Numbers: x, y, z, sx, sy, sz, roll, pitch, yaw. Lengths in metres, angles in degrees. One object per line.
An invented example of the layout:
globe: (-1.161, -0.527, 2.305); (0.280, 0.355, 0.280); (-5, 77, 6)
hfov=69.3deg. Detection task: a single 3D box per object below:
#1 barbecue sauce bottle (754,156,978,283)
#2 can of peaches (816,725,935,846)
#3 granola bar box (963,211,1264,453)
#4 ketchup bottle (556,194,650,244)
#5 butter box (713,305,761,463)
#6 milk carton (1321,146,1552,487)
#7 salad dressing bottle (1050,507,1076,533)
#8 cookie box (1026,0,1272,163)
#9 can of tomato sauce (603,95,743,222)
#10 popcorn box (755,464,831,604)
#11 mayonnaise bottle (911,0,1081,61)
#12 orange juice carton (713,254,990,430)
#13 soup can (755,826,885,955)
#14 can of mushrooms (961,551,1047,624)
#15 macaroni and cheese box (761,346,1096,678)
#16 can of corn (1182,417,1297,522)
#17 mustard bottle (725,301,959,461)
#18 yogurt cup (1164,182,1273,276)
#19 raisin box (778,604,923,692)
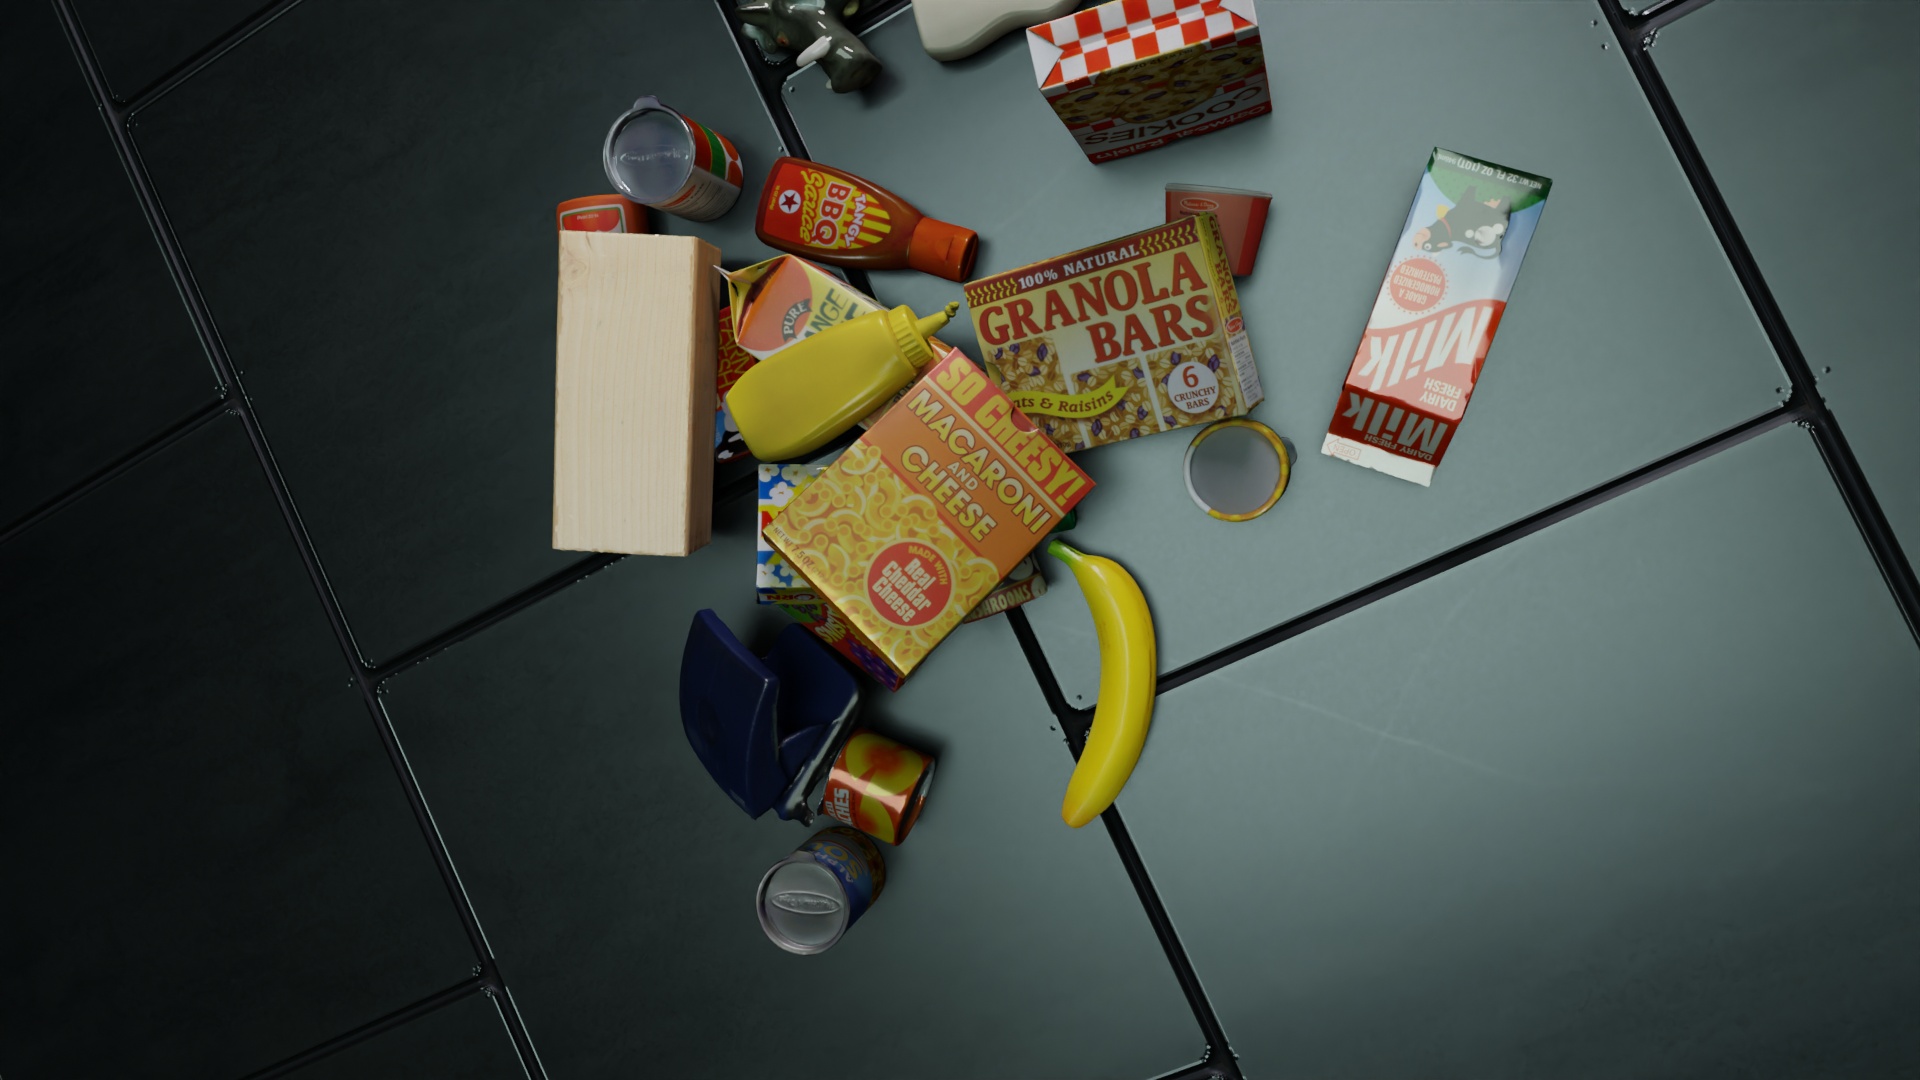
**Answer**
barbecue sauce bottle: (-0.062, -0.213, 0.946); (0.148, 0.044, 0.065); (19, 94, 12)
can of peaches: (-0.057, 0.170, 0.954); (0.058, 0.071, 0.071); (21, 98, 11)
granola bar box: (0.094, -0.125, 0.881); (0.165, 0.039, 0.124); (-11, 101, 31)
ketchup bottle: (-0.251, -0.170, 0.996); (0.065, 0.043, 0.148); (-4, 93, 14)
butter box: (-0.161, -0.111, 0.987); (0.053, 0.024, 0.103); (-19, 89, 15)
milk carton: (0.286, -0.133, 0.848); (0.072, 0.073, 0.190); (20, 98, 12)
salad dressing bottle: (0.003, -0.012, 0.942); (0.147, 0.044, 0.064); (-11, 84, 13)
cookie box: (0.119, -0.279, 0.833); (0.123, 0.167, 0.040); (-12, 88, 15)
can of tomato sauce: (-0.196, -0.260, 0.956); (0.071, 0.083, 0.071); (1, 94, 14)
popcorn box: (-0.067, -0.004, 0.891); (0.127, 0.038, 0.085); (0, 71, -5)
mayonnaise bottle: (0.043, -0.365, 0.913); (0.148, 0.041, 0.064); (-12, 92, 13)
orange juice carton: (-0.078, -0.132, 0.940); (0.193, 0.072, 0.073); (34, 100, 10)
soup can: (-0.095, 0.237, 0.959); (0.071, 0.084, 0.071); (1, 94, 14)
can of mushrooms: (0.022, 0.030, 0.925); (0.071, 0.071, 0.033); (-20, 90, 15)
macaroni and cheese box: (-0.018, -0.017, 0.850); (0.124, 0.040, 0.167); (45, 80, 1)
can of corn: (0.179, -0.046, 0.887); (0.071, 0.058, 0.071); (1, 94, 14)
mustard bottle: (-0.068, -0.107, 0.876); (0.160, 0.049, 0.065); (-27, 87, 13)
yogurt cup: (0.161, -0.197, 0.882); (0.072, 0.072, 0.053); (9, 104, 14)
raisin box: (-0.077, 0.041, 0.942); (0.123, 0.085, 0.040); (36, 63, 10)
